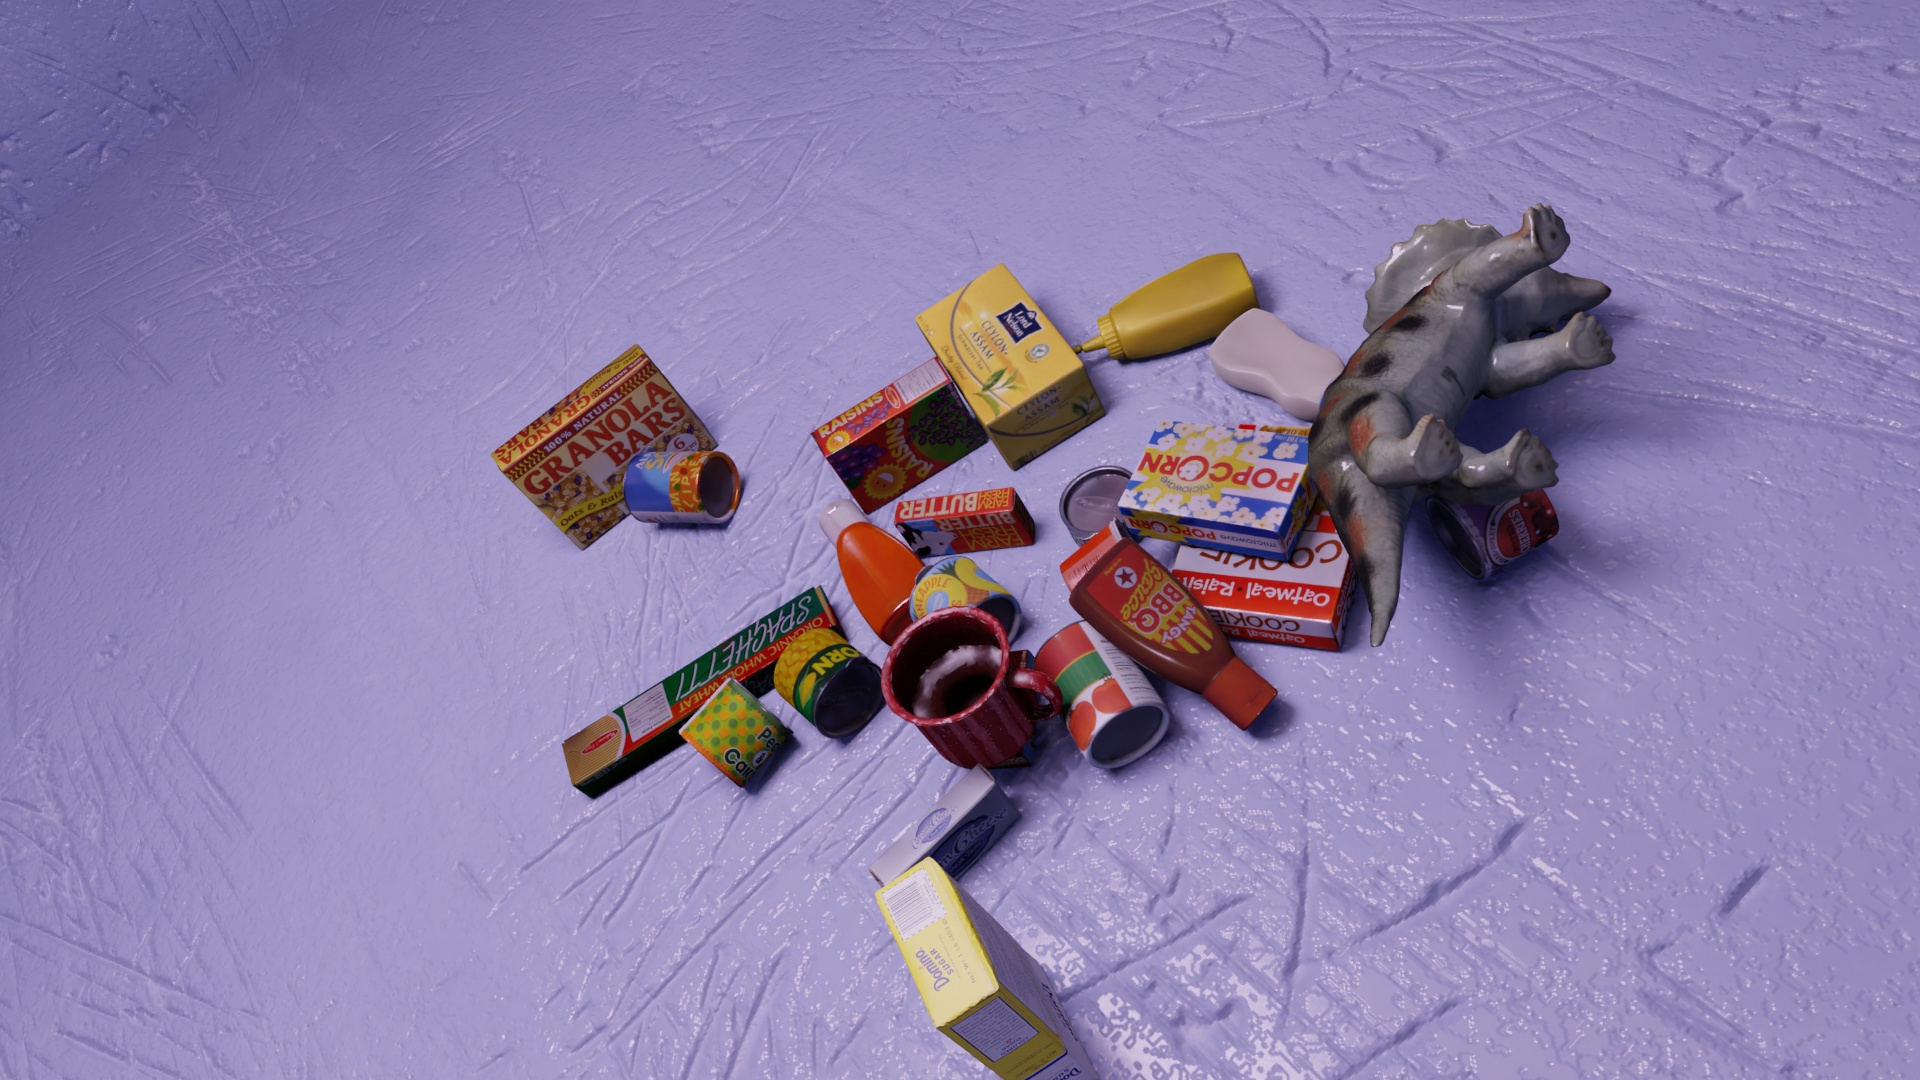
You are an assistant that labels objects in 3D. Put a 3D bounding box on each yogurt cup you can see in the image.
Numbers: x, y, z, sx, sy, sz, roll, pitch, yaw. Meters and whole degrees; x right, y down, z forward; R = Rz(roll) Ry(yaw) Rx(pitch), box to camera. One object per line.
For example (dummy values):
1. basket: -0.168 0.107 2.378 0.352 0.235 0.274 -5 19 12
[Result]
1. yogurt cup: 0.109 0.027 1.022 0.054 0.072 0.073 -33 47 11

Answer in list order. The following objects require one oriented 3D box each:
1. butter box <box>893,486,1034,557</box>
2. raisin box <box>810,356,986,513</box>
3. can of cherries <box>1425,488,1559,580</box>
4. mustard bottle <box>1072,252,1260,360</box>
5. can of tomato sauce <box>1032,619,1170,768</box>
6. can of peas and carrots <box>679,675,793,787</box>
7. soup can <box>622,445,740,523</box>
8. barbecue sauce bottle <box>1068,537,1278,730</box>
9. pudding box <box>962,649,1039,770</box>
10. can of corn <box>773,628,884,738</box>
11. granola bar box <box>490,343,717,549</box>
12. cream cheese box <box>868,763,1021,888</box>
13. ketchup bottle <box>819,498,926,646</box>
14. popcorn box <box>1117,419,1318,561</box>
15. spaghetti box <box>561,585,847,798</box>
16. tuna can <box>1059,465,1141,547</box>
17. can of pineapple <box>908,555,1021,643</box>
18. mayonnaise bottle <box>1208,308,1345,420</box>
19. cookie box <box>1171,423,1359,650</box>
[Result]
1. butter box: 0.004 -0.014 1.112 0.103 0.053 0.024 -7 54 22
2. raisin box: -0.051 -0.088 1.175 0.123 0.085 0.040 -32 49 1
3. can of cherries: 0.356 -0.015 0.927 0.058 0.071 0.072 -30 47 1
4. mustard bottle: 0.168 -0.188 1.169 0.160 0.048 0.065 -20 48 12
5. can of tomato sauce: 0.096 0.108 0.964 0.071 0.071 0.083 -32 48 1
6. can of peas and carrots: -0.171 0.148 1.065 0.059 0.070 0.071 -48 49 -12
7. soup can: -0.252 -0.051 1.258 0.084 0.071 0.072 1 56 26
8. barbecue sauce bottle: 0.147 0.067 0.946 0.149 0.043 0.065 42 67 13
9. pudding box: 0.029 0.123 1.009 0.049 0.030 0.084 -9 52 22
10. can of corn: -0.100 0.106 1.059 0.071 0.071 0.058 -46 48 -12
11. granola bar box: -0.326 -0.085 1.284 0.166 0.123 0.039 -39 46 -5
12. cream cheese box: -0.009 0.205 0.948 0.104 0.053 0.024 -42 46 -9
13. ketchup bottle: -0.070 0.020 1.129 0.065 0.043 0.149 -39 47 -1
14. popcorn box: 0.187 -0.038 0.994 0.127 0.038 0.085 11 60 34
15. spaghetti box: -0.207 0.123 1.128 0.250 0.028 0.050 -32 47 1
16. tuna can: 0.112 -0.021 1.077 0.071 0.032 0.071 -14 50 17
17. can of pineapple: 0.002 0.053 1.050 0.071 0.070 0.058 -43 48 -9
18. mayonnaise bottle: 0.264 -0.127 1.079 0.065 0.041 0.148 -43 49 -7
19. cookie box: 0.230 -0.006 1.003 0.123 0.040 0.168 6 57 30
